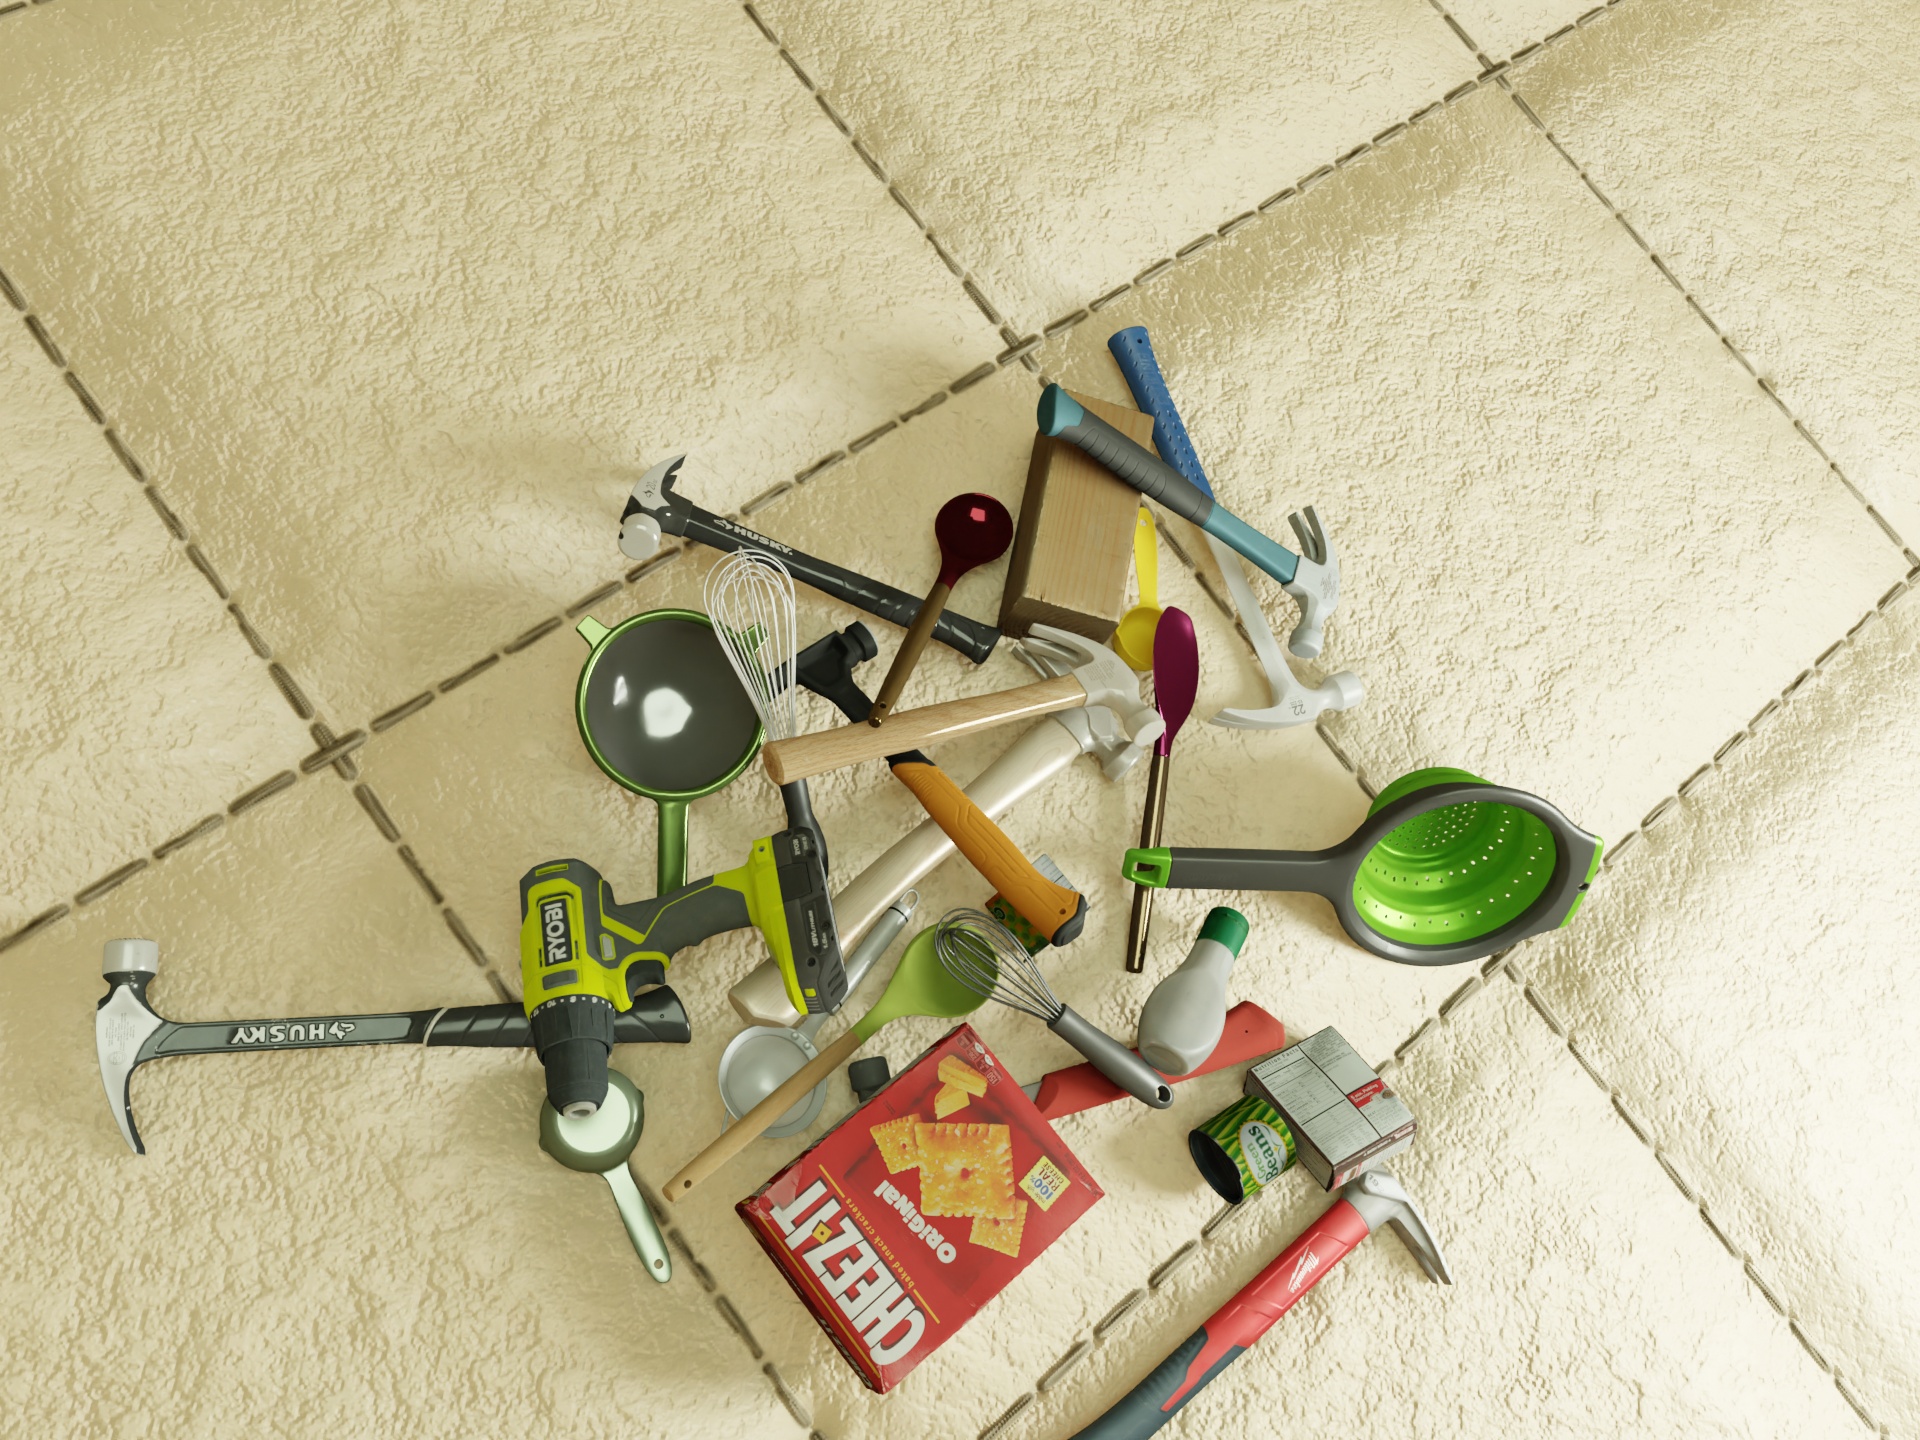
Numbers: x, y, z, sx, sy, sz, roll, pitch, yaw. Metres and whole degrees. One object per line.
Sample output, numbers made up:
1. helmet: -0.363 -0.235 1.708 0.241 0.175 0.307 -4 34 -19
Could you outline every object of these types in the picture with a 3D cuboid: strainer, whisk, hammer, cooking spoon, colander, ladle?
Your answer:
1. strainer: -0.231 0.041 1.256 0.151 0.069 0.256 1 89 -21
2. whisk: 0.076 0.225 1.224 0.239 0.055 0.055 40 66 -12
3. hammer: 0.212 0.488 1.224 0.386 0.038 0.143 -33 84 -23
4. cooking spoon: 0.167 0.056 1.354 0.068 0.017 0.319 23 70 -44
5. hammer: -0.002 -0.004 1.258 0.331 0.031 0.130 -14 53 -29
6. hammer: -0.402 0.228 1.153 0.408 0.036 0.149 1 72 -15
7. hammer: 0.201 -0.186 1.374 0.330 0.033 0.128 30 64 -21
8. hammer: 0.225 -0.179 1.460 0.144 0.035 0.406 -17 77 -20
9. strainer: -0.107 0.227 1.230 0.087 0.050 0.258 42 61 -4
10. hammer: -0.029 0.057 1.250 0.127 0.034 0.337 -34 61 -22
11. hammer: -0.117 -0.125 1.328 0.334 0.035 0.146 21 31 -16
12. whisk: -0.140 0.003 1.230 0.070 0.070 0.284 -17 110 -20
13. colander: 0.329 0.104 1.347 0.397 0.204 0.095 2 38 -6
14. hammer: 0.097 0.300 1.260 0.359 0.036 0.149 -12 75 -18
15. ladle: -0.090 0.251 1.175 0.320 0.062 0.078 -35 107 -38
16. ladle: -0.021 -0.094 1.309 0.069 0.031 0.316 23 42 1
17. hammer: -0.030 0.092 1.278 0.411 0.038 0.146 -39 83 -28

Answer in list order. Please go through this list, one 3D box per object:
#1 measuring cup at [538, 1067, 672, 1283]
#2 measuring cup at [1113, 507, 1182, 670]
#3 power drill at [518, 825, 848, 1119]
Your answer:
1. measuring cup: -0.248 0.330 1.155 0.083 0.038 0.168 -24 77 -21
2. measuring cup: 0.163 -0.117 1.428 0.062 0.029 0.157 6 68 -13
3. power drill: -0.202 0.175 1.145 0.228 0.080 0.191 -13 55 -4
